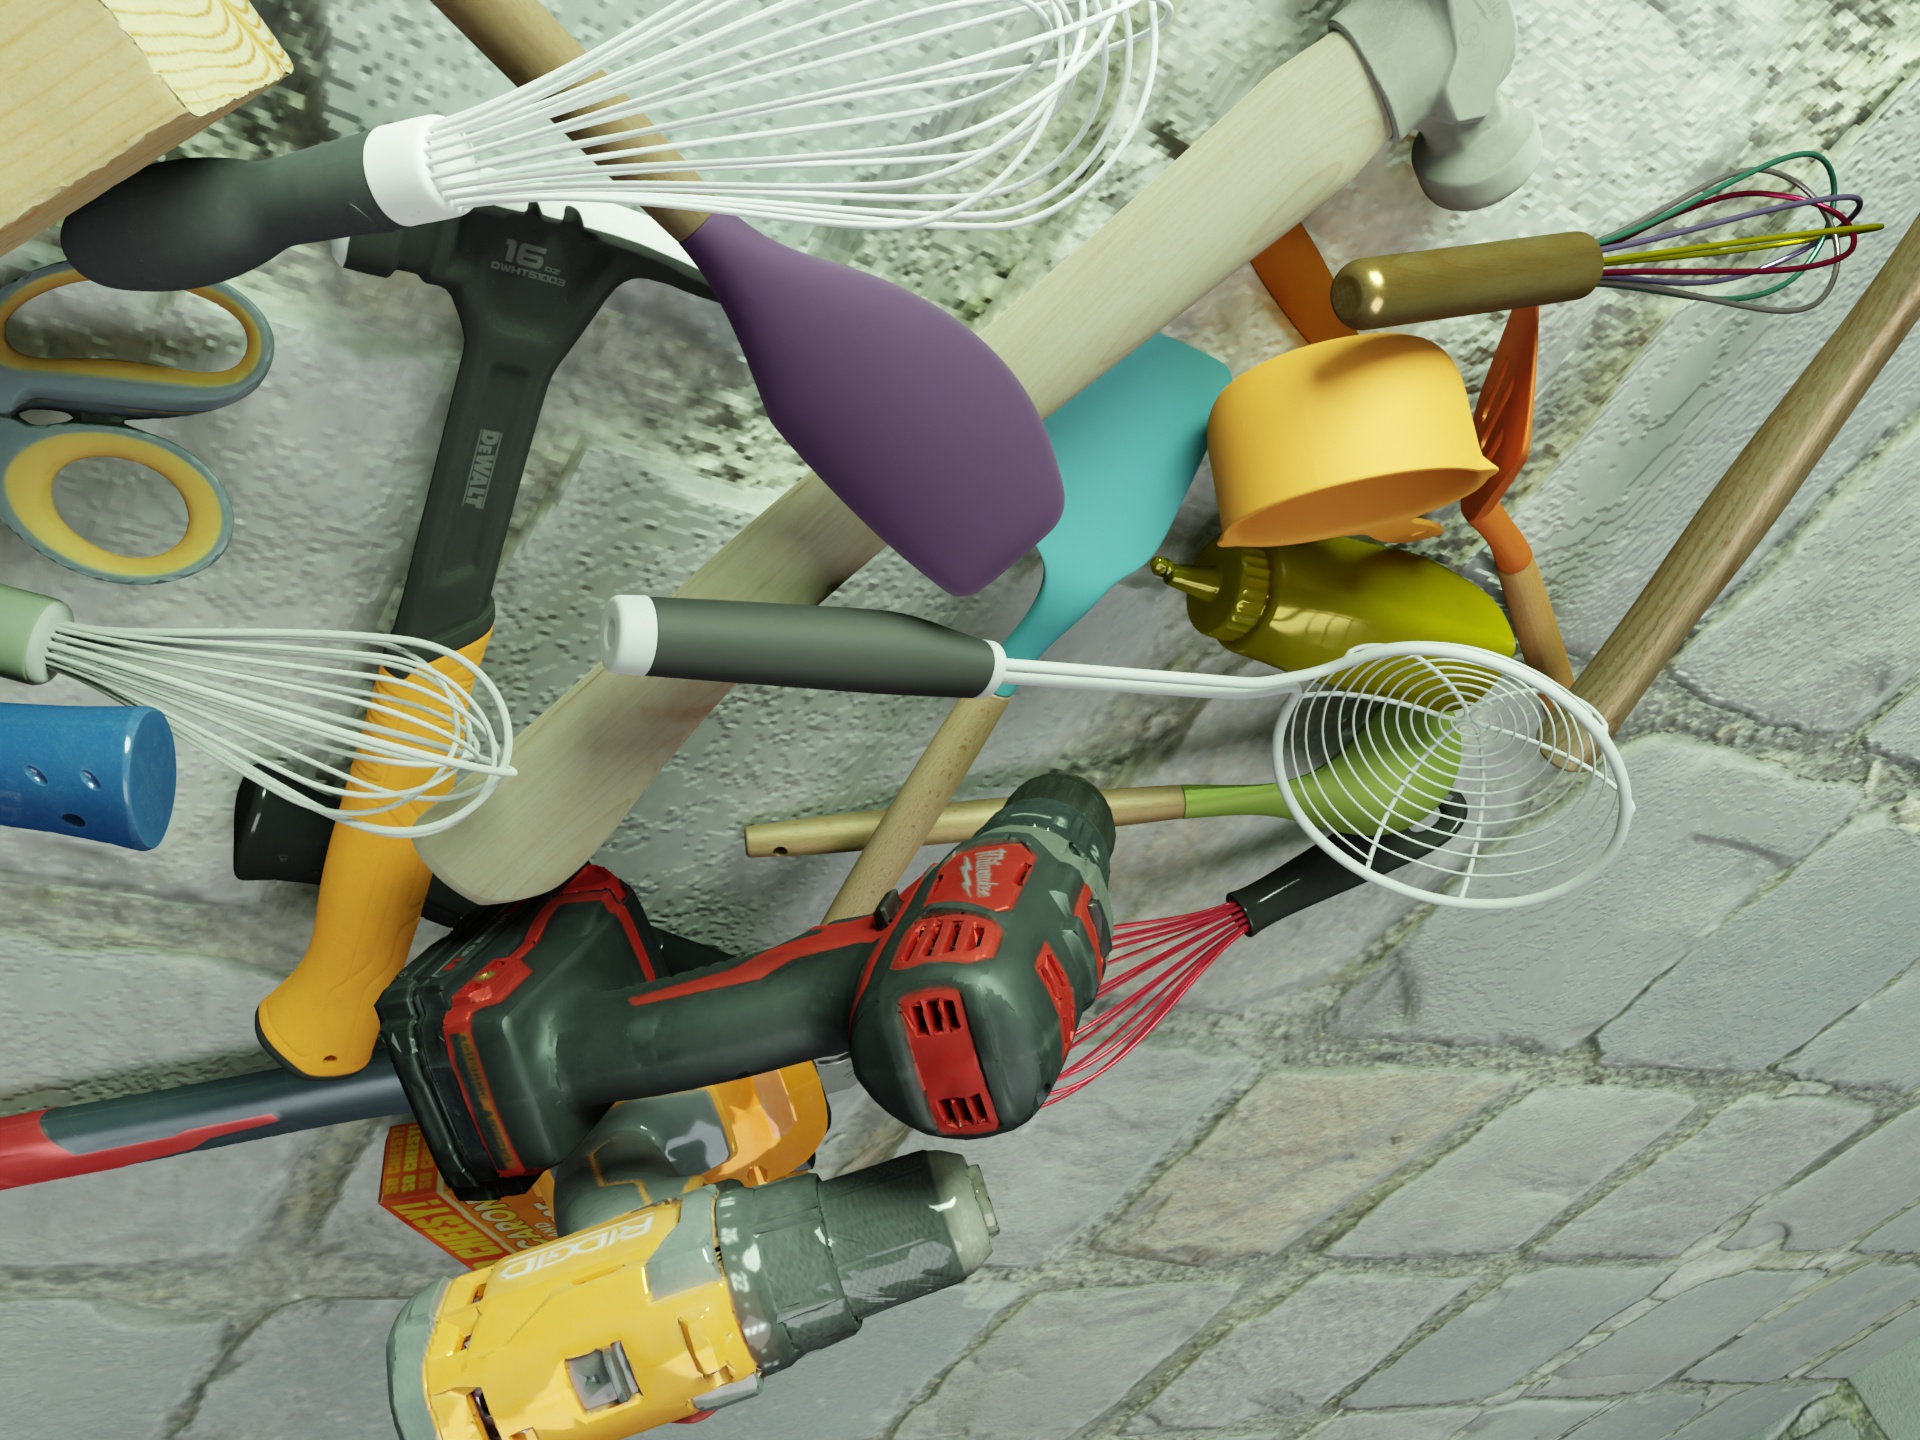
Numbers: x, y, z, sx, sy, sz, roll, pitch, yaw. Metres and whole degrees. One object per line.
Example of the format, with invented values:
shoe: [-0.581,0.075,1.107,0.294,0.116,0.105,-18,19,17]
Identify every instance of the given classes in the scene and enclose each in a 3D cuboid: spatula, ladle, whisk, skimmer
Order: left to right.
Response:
whisk: [-0.245,-0.019,0.441,0.246,0.059,0.058,16,88,-8]
whisk: [-0.093,-0.127,0.351,0.284,0.070,0.070,-4,144,21]
spatula: [-0.081,-0.143,0.389,0.060,0.018,0.315,-41,120,13]
spatula: [-0.001,-0.002,0.603,0.082,0.044,0.317,9,128,-33]
ladle: [0.066,0.028,0.688,0.320,0.062,0.078,-5,138,-9]
skimmer: [0.065,0.013,0.518,0.363,0.090,0.127,4,150,-30]
whisk: [0.116,0.102,0.753,0.296,0.073,0.073,-26,140,-11]
spatula: [0.244,-0.055,0.662,0.041,0.081,0.322,-2,152,29]
whisk: [0.218,-0.152,0.518,0.245,0.047,0.051,-15,131,-28]

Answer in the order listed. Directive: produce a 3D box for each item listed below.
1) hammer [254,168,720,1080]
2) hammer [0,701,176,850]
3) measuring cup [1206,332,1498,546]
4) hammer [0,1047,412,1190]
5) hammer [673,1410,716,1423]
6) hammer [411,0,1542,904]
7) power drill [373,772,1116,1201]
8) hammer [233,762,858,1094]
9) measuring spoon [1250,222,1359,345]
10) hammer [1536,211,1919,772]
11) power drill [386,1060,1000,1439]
hammer: [-0.165,-0.008,0.513,0.127,0.034,0.336,8,123,-30]
hammer: [-0.408,-0.007,0.376,0.405,0.035,0.144,5,132,-10]
measuring cup: [0.146,-0.095,0.571,0.095,0.052,0.173,-14,175,27]
hammer: [-0.356,0.159,0.638,0.386,0.038,0.143,-9,136,-15]
hammer: [-0.094,0.264,0.732,0.149,0.037,0.359,-9,168,-5]
hammer: [-0.012,-0.090,0.474,0.410,0.038,0.146,-40,138,7]
power drill: [-0.056,0.078,0.542,0.227,0.188,0.080,-11,106,18]
hammer: [-0.142,0.090,0.659,0.146,0.035,0.334,-39,136,20]
measuring spoon: [0.123,-0.140,0.545,0.021,0.011,0.116,-36,137,15]
hammer: [0.309,-0.105,0.589,0.130,0.031,0.331,-39,158,-48]
power drill: [-0.086,0.164,0.567,0.185,0.226,0.084,-18,100,-2]
